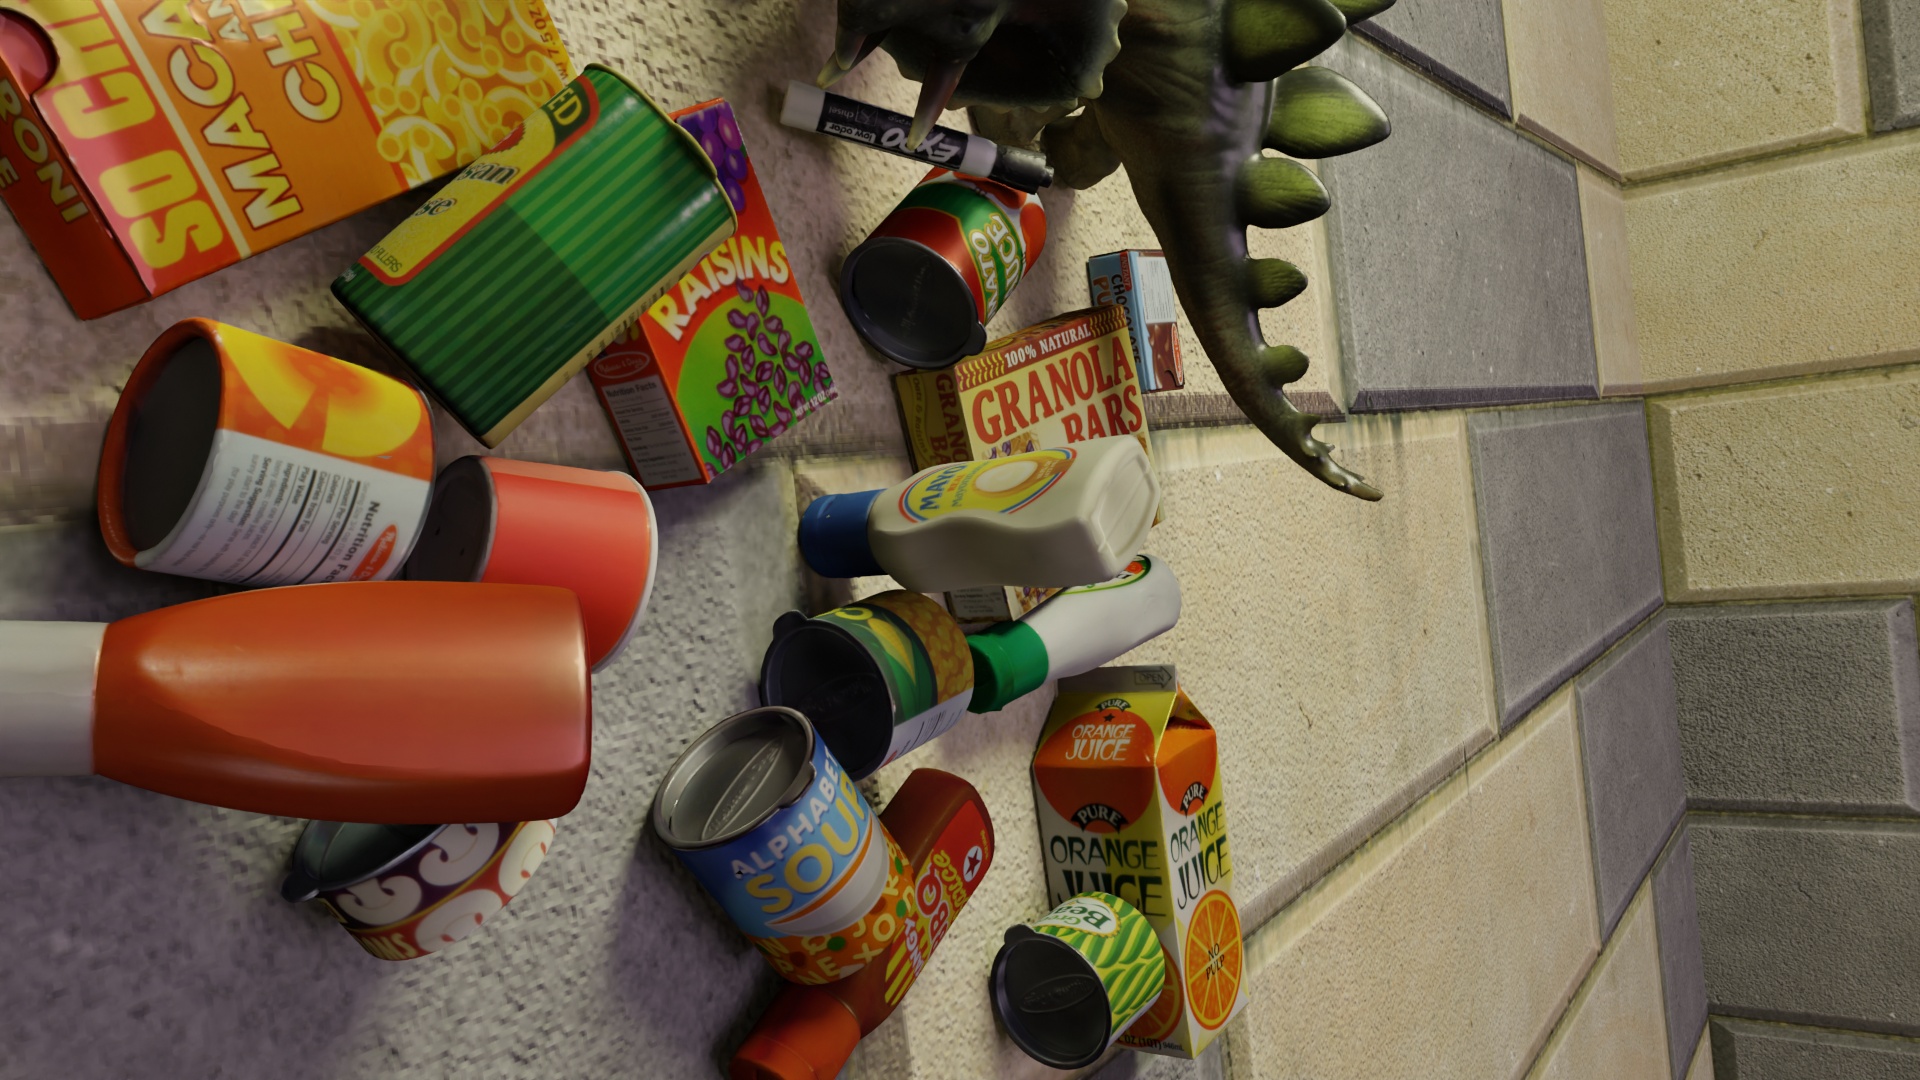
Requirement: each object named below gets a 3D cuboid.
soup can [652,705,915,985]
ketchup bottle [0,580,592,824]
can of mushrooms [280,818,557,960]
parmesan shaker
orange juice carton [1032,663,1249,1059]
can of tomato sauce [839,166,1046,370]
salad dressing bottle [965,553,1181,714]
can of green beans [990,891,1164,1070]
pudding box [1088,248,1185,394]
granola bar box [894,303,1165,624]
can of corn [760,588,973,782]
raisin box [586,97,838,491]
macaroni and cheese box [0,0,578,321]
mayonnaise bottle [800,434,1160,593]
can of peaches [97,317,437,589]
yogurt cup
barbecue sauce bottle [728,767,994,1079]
[{"bbox_3d":[-0.062,0.114,0.514,0.083,0.071,0.072,60,43,-31],"label":"soup can"},{"bbox_3d":[-0.170,0.039,0.346,0.149,0.043,0.065,4,51,-25],"label":"ketchup bottle"},{"bbox_3d":[-0.153,0.085,0.397,0.071,0.071,0.033,-56,130,-41],"label":"can of mushrooms"},{"bbox_3d":[-0.127,-0.085,0.419,0.103,0.071,0.071,-46,127,-13],"label":"parmesan shaker"},{"bbox_3d":[0.092,0.159,0.720,0.073,0.071,0.192,-14,97,-55],"label":"orange juice carton"},{"bbox_3d":[-0.004,-0.127,0.627,0.071,0.071,0.083,62,41,-28],"label":"can of tomato sauce"},{"bbox_3d":[0.053,0.046,0.694,0.148,0.064,0.044,-21,98,-46],"label":"salad dressing bottle"},{"bbox_3d":[0.057,0.210,0.669,0.058,0.071,0.071,-15,98,-54],"label":"can of green beans"},{"bbox_3d":[0.103,-0.126,0.809,0.050,0.030,0.083,-16,98,-55],"label":"pudding box"},{"bbox_3d":[0.041,-0.044,0.704,0.166,0.039,0.124,-29,109,-52],"label":"granola bar box"},{"bbox_3d":[-0.038,0.055,0.561,0.058,0.071,0.071,-19,101,-54],"label":"can of corn"},{"bbox_3d":[-0.102,-0.091,0.513,0.086,0.040,0.123,-41,117,-48],"label":"raisin box"},{"bbox_3d":[-0.196,-0.152,0.390,0.167,0.040,0.123,-47,122,-46],"label":"macaroni and cheese box"},{"bbox_3d":[0.002,-0.007,0.552,0.065,0.148,0.041,-55,128,-42],"label":"mayonnaise bottle"},{"bbox_3d":[-0.185,-0.021,0.370,0.058,0.071,0.071,18,71,-52],"label":"can of peaches"},{"bbox_3d":[-0.136,0.006,0.435,0.054,0.072,0.072,17,72,-44],"label":"yogurt cup"},{"bbox_3d":[-0.037,0.163,0.563,0.149,0.043,0.064,-50,140,-44],"label":"barbecue sauce bottle"}]
